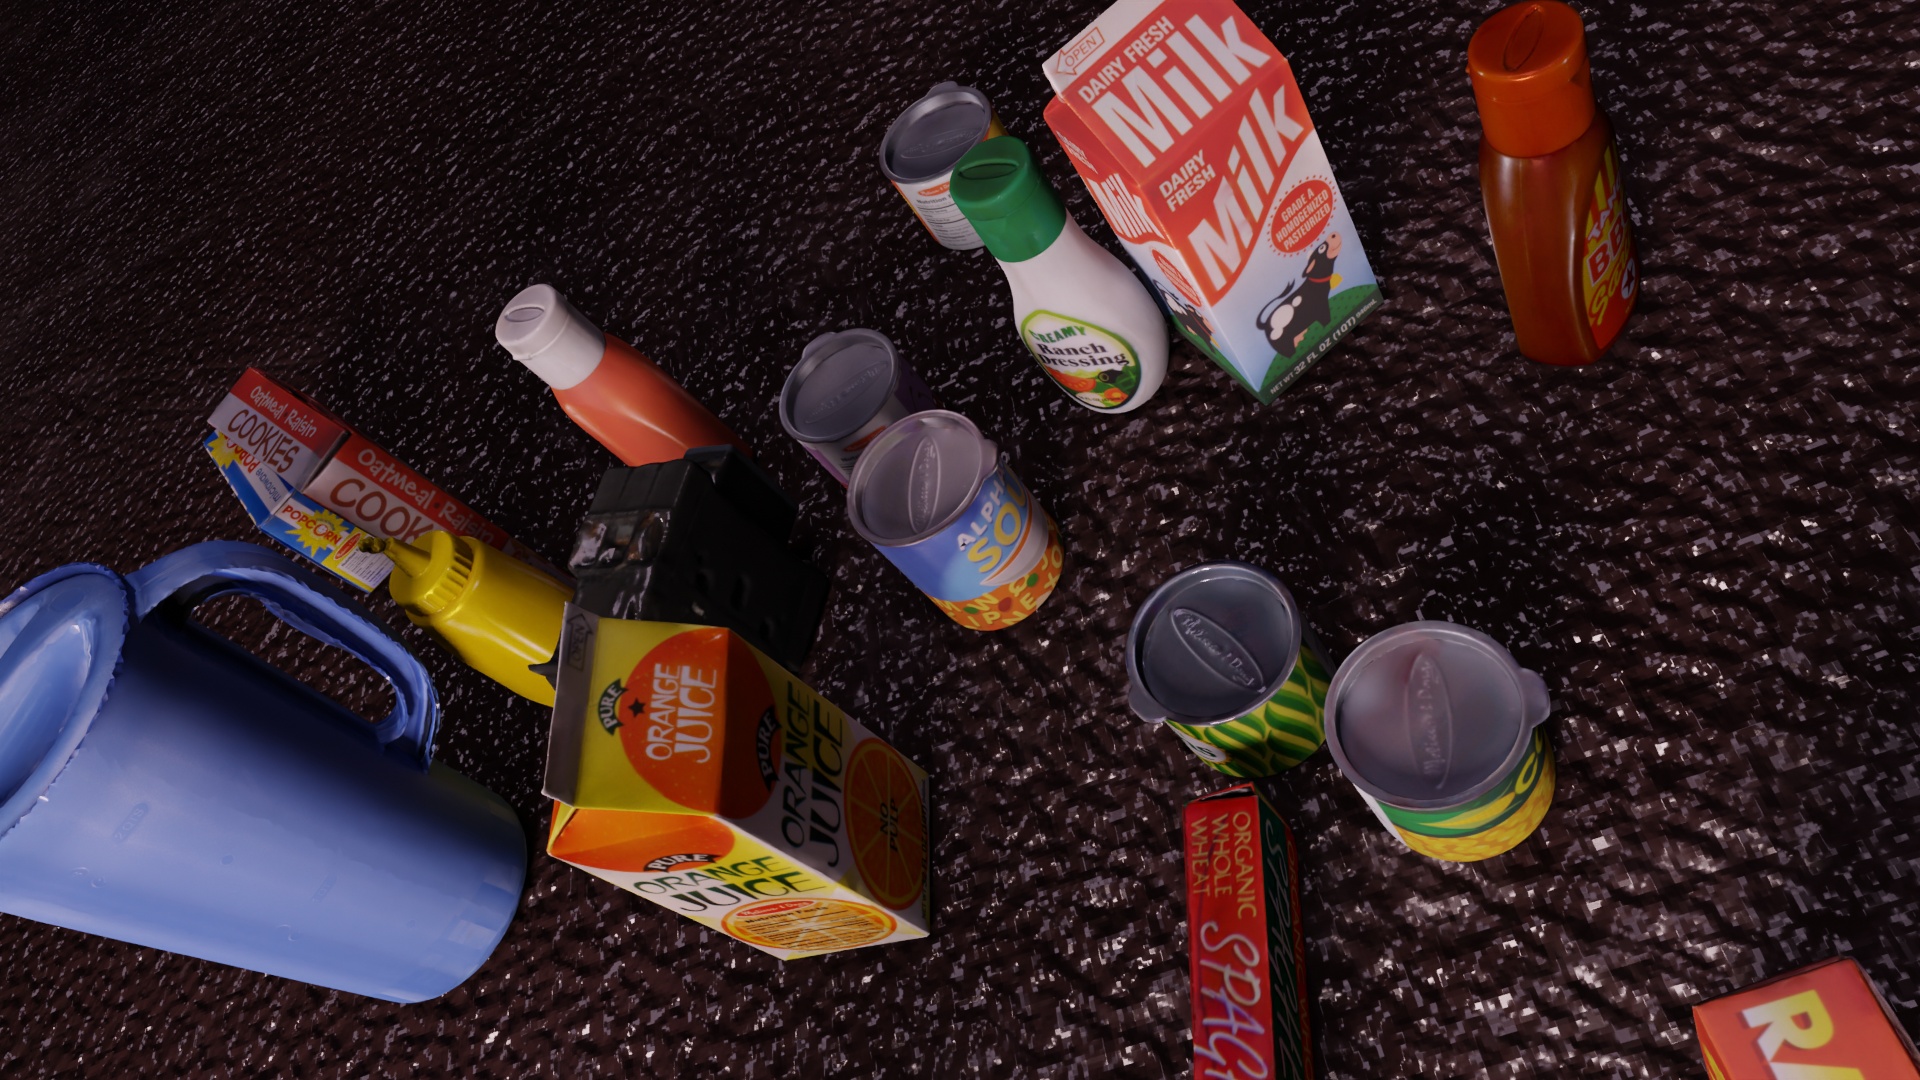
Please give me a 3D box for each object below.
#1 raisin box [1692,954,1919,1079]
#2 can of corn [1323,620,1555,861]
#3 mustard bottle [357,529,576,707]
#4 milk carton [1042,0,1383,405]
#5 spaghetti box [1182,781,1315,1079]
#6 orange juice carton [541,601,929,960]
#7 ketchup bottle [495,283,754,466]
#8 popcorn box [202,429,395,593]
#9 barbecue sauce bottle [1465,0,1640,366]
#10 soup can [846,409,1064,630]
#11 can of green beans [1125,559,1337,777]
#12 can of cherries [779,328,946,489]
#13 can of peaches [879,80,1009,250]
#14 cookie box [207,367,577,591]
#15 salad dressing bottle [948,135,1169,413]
[{"bbox_3d":[0.220,0.161,0.337,0.040,0.123,0.086,-24,51,16],"label":"raisin box"},{"bbox_3d":[0.166,0.069,0.472,0.071,0.058,0.071,-15,54,23],"label":"can of corn"},{"bbox_3d":[-0.218,0.034,0.659,0.065,0.160,0.049,-6,59,29],"label":"mustard bottle"},{"bbox_3d":[0.099,-0.146,0.563,0.072,0.190,0.074,-41,49,2],"label":"milk carton"},{"bbox_3d":[0.095,0.203,0.434,0.028,0.050,0.251,-13,55,24],"label":"spaghetti box"},{"bbox_3d":[-0.087,0.094,0.519,0.073,0.192,0.072,-17,54,22],"label":"orange juice carton"},{"bbox_3d":[-0.171,-0.071,0.705,0.064,0.148,0.044,3,63,33],"label":"ketchup bottle"},{"bbox_3d":[-0.407,-0.027,0.862,0.038,0.085,0.127,-50,49,-5],"label":"popcorn box"},{"bbox_3d":[0.217,-0.129,0.508,0.044,0.148,0.065,14,70,37],"label":"barbecue sauce bottle"},{"bbox_3d":[0.002,-0.008,0.603,0.071,0.083,0.071,-15,54,23],"label":"soup can"},{"bbox_3d":[0.103,0.049,0.523,0.071,0.057,0.071,-15,54,23],"label":"can of green beans"},{"bbox_3d":[-0.046,-0.063,0.685,0.071,0.058,0.072,-15,54,23],"label":"can of cherries"},{"bbox_3d":[0.000,-0.201,0.746,0.071,0.058,0.071,-15,54,23],"label":"can of peaches"},{"bbox_3d":[-0.294,-0.018,0.734,0.123,0.167,0.040,24,76,39],"label":"cookie box"},{"bbox_3d":[0.044,-0.112,0.603,0.064,0.147,0.044,5,65,34],"label":"salad dressing bottle"}]
